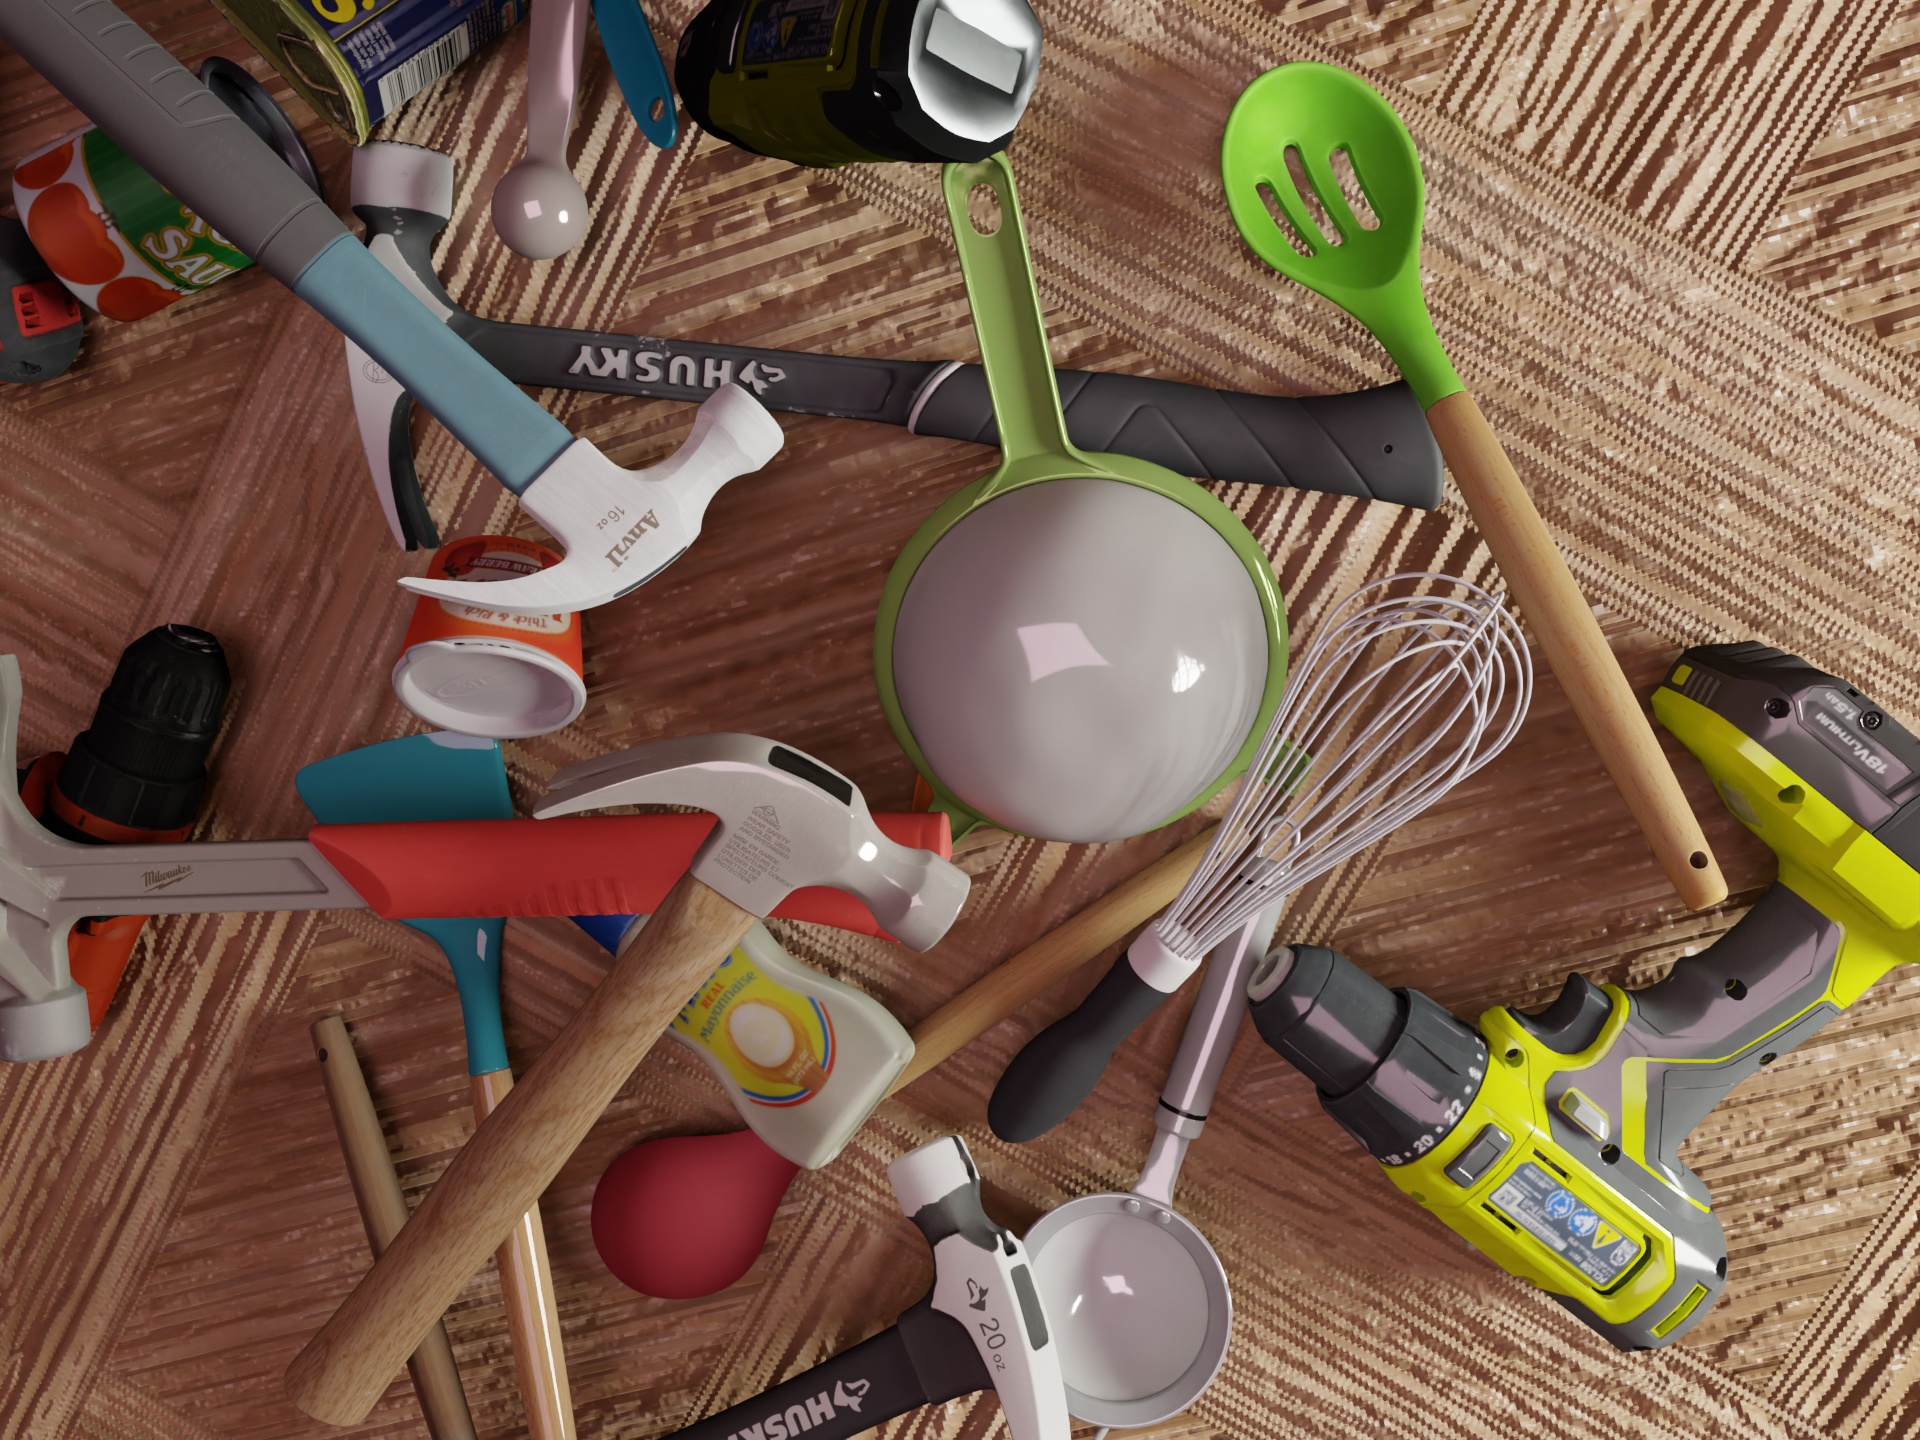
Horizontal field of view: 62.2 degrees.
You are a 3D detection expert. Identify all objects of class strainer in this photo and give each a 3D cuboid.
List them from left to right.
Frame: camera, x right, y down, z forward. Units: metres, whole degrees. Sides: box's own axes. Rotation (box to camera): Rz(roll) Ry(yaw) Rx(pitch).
[{"bbox_3d":[0.030,-0.061,0.534,0.151,0.069,0.256,-11,112,8],"label":"strainer"},{"bbox_3d":[0.082,0.158,0.603,0.087,0.050,0.258,20,93,9],"label":"strainer"}]

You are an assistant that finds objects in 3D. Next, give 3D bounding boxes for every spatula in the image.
[{"bbox_3d":[-0.205,0.269,0.627,0.060,0.018,0.316,-23,82,20],"label":"spatula"},{"bbox_3d":[-0.184,0.164,0.615,0.082,0.044,0.317,-13,85,4],"label":"spatula"}]

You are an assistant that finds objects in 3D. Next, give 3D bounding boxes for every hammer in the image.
[{"bbox_3d":[-0.223,-0.164,0.533,0.331,0.033,0.128,43,82,-6],"label":"hammer"},{"bbox_3d":[-0.183,0.044,0.571,0.359,0.037,0.149,-2,96,4],"label":"hammer"},{"bbox_3d":[-0.147,0.137,0.558,0.130,0.031,0.331,36,109,-12],"label":"hammer"},{"bbox_3d":[-0.109,0.300,0.622,0.335,0.035,0.146,-31,71,16],"label":"hammer"},{"bbox_3d":[-0.030,-0.115,0.583,0.409,0.036,0.149,8,99,5],"label":"hammer"}]

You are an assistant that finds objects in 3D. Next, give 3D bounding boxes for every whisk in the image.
[{"bbox_3d":[0.091,0.061,0.555,0.070,0.070,0.284,37,119,1],"label":"whisk"}]

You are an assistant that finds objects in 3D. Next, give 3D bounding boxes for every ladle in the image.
[{"bbox_3d":[-0.020,0.132,0.618,0.315,0.031,0.069,-36,95,8],"label":"ladle"}]

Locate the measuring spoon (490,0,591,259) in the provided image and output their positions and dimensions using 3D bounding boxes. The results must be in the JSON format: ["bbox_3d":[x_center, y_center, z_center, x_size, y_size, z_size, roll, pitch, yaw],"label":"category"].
[{"bbox_3d":[-0.145,-0.225,0.555,0.034,0.018,0.124,7,93,3],"label":"measuring spoon"}]

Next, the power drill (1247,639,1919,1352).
[{"bbox_3d":[0.233,0.086,0.556,0.190,0.080,0.228,38,102,-4],"label":"power drill"}]

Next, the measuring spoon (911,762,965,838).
[{"bbox_3d":[-0.001,-0.002,0.608,0.021,0.011,0.117,12,102,-6],"label":"measuring spoon"}]

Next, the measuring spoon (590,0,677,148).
[{"bbox_3d":[-0.119,-0.260,0.569,0.042,0.021,0.129,-26,81,35],"label":"measuring spoon"}]

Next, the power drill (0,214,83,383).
[{"bbox_3d":[-0.439,-0.226,0.570,0.188,0.080,0.226,-3,113,0],"label":"power drill"}]

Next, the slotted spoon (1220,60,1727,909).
[{"bbox_3d":[0.171,-0.083,0.529,0.070,0.031,0.314,-23,77,-4],"label":"slotted spoon"}]

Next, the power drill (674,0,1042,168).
[{"bbox_3d":[-0.024,-0.293,0.511,0.080,0.171,0.223,11,99,-40],"label":"power drill"}]
